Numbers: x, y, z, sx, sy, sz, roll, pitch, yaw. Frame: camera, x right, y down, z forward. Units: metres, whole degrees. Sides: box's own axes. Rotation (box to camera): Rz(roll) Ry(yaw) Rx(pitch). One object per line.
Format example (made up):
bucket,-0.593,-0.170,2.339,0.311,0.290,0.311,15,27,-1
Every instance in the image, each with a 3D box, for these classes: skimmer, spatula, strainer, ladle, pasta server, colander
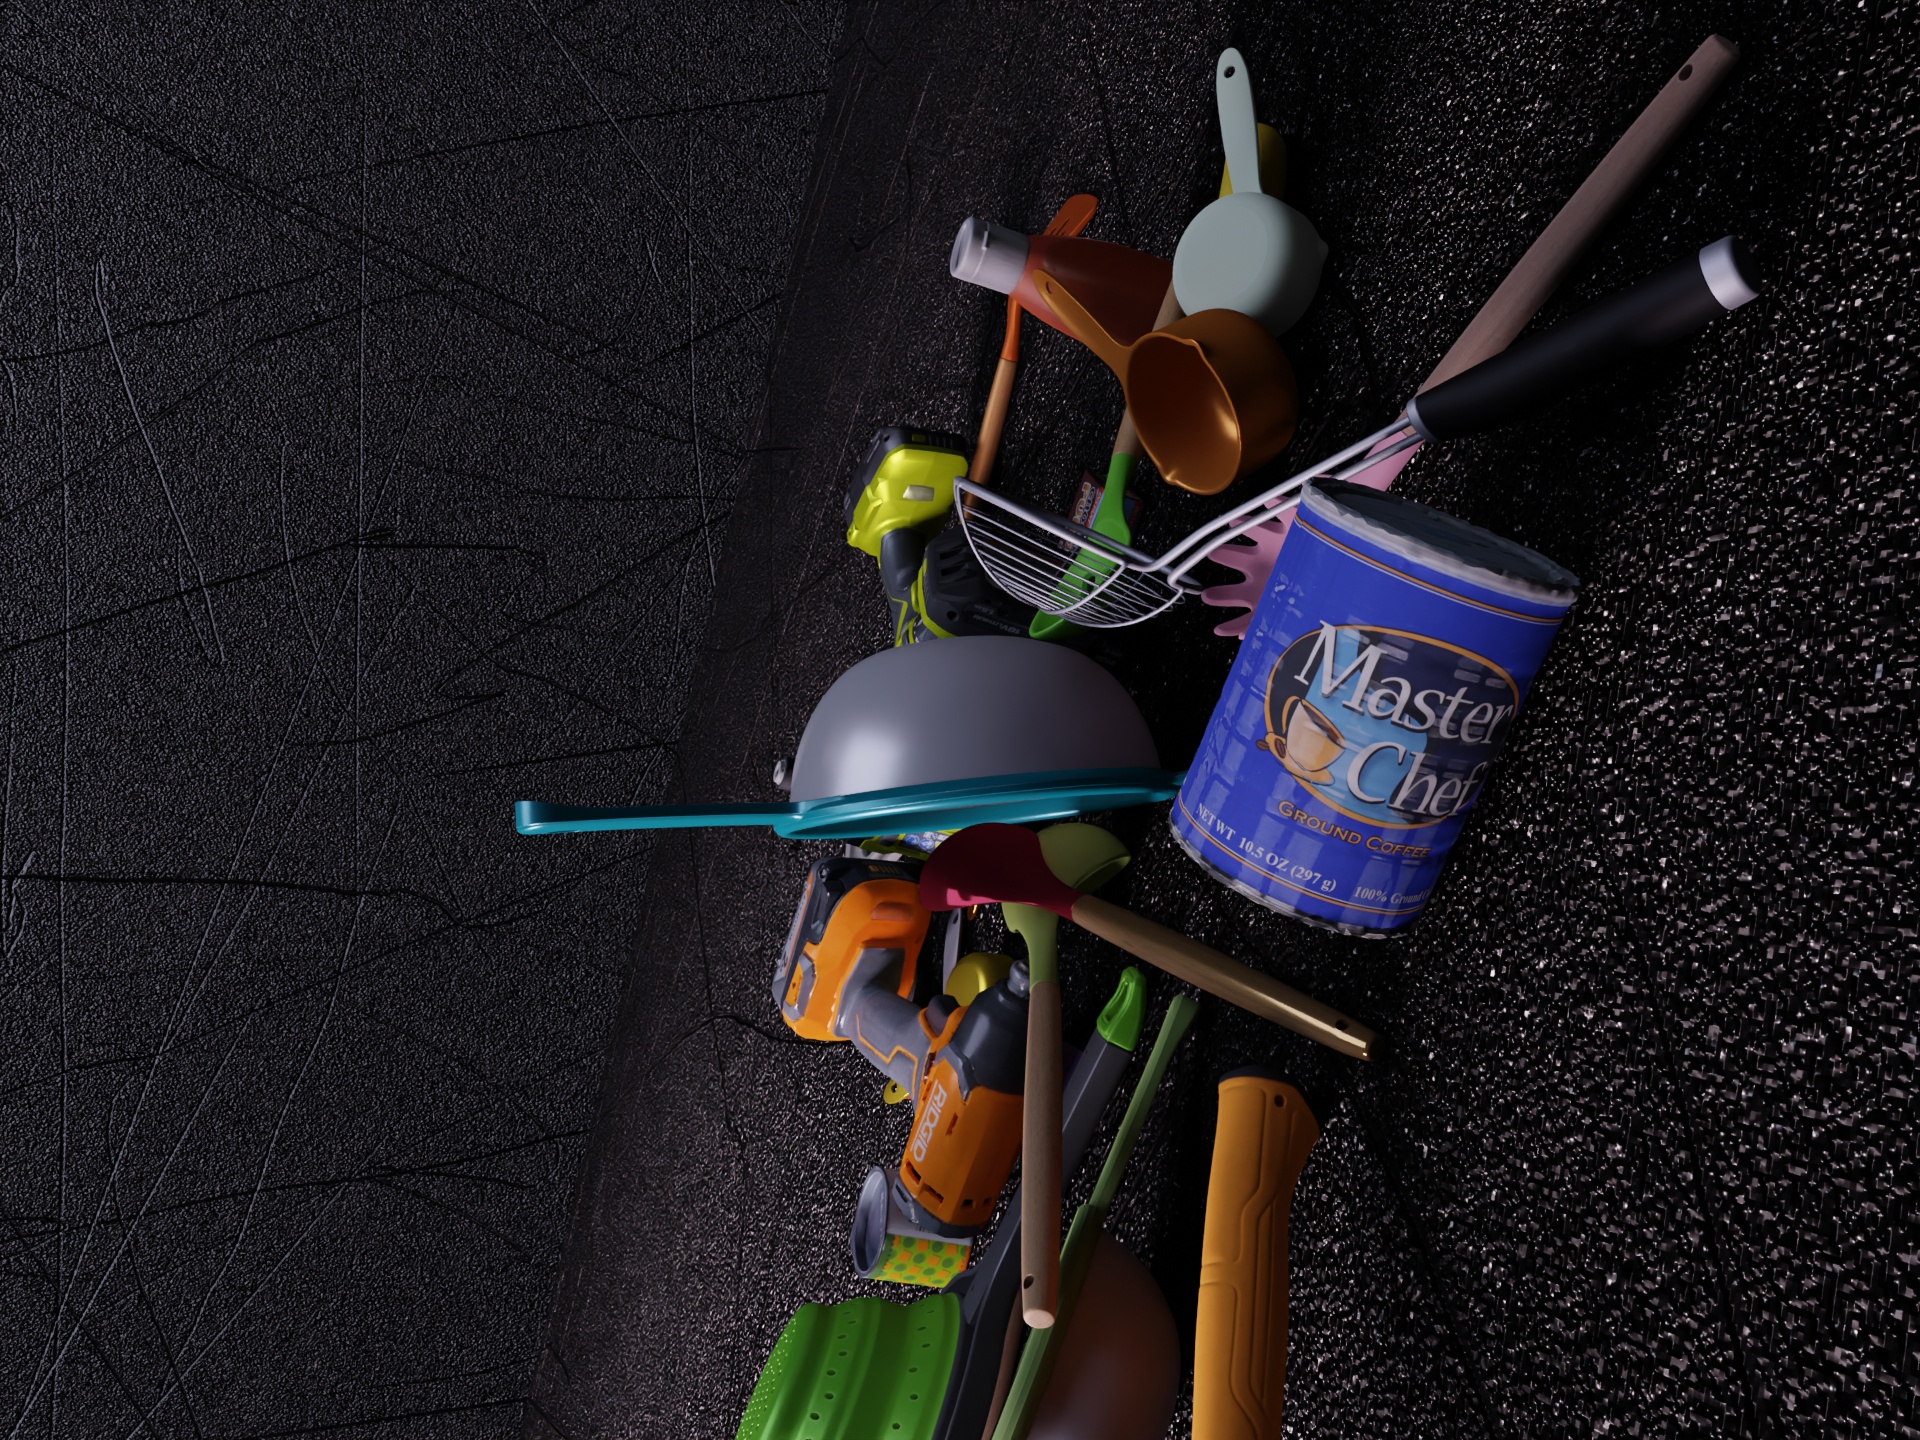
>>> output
skimmer,0.137,-0.122,0.651,0.363,0.127,0.090,-24,57,46
spatula,0.026,0.333,0.863,0.060,0.018,0.316,-173,97,-72
strainer,-0.052,0.006,0.800,0.211,0.340,0.095,-19,74,62
ladle,0.073,0.097,0.737,0.069,0.031,0.316,-39,29,-21
ladle,0.049,0.155,0.759,0.078,0.062,0.320,-39,22,25
strainer,0.077,0.250,0.708,0.151,0.069,0.256,87,-152,-67
spatula,0.042,-0.264,1.281,0.081,0.041,0.322,-122,44,-67
pasta server,0.197,-0.141,0.657,0.316,0.040,0.060,124,142,-46
colander,-0.026,0.291,0.804,0.204,0.094,0.397,-132,68,-87

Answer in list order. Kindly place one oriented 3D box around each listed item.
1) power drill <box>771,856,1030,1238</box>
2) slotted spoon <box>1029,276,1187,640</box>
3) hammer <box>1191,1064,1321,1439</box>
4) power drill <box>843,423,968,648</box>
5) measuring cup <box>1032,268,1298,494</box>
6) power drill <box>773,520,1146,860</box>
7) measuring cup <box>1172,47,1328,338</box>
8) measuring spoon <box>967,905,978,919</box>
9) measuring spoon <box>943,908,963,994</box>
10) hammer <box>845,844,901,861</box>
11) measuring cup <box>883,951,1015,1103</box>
power drill,-0.024,0.170,0.947,0.227,0.084,0.164,44,119,51
slotted spoon,0.101,-0.166,0.902,0.070,0.031,0.314,-28,36,52
hammer,0.088,0.285,0.562,0.034,0.127,0.337,133,153,-56
power drill,-0.027,-0.120,1.257,0.190,0.080,0.229,124,143,-51
measuring cup,0.107,-0.193,0.830,0.174,0.052,0.095,50,156,28
power drill,-0.002,-0.003,0.963,0.080,0.171,0.223,-96,29,-48
measuring cup,0.143,-0.282,0.838,0.083,0.038,0.168,-12,79,39
measuring spoon,0.024,0.085,1.084,0.021,0.011,0.117,-116,39,-65
measuring spoon,0.000,0.171,1.089,0.034,0.018,0.124,-53,20,34
hammer,-0.023,0.056,1.210,0.359,0.036,0.149,129,150,-56
measuring cup,-0.015,0.203,1.020,0.156,0.029,0.062,-48,40,33
